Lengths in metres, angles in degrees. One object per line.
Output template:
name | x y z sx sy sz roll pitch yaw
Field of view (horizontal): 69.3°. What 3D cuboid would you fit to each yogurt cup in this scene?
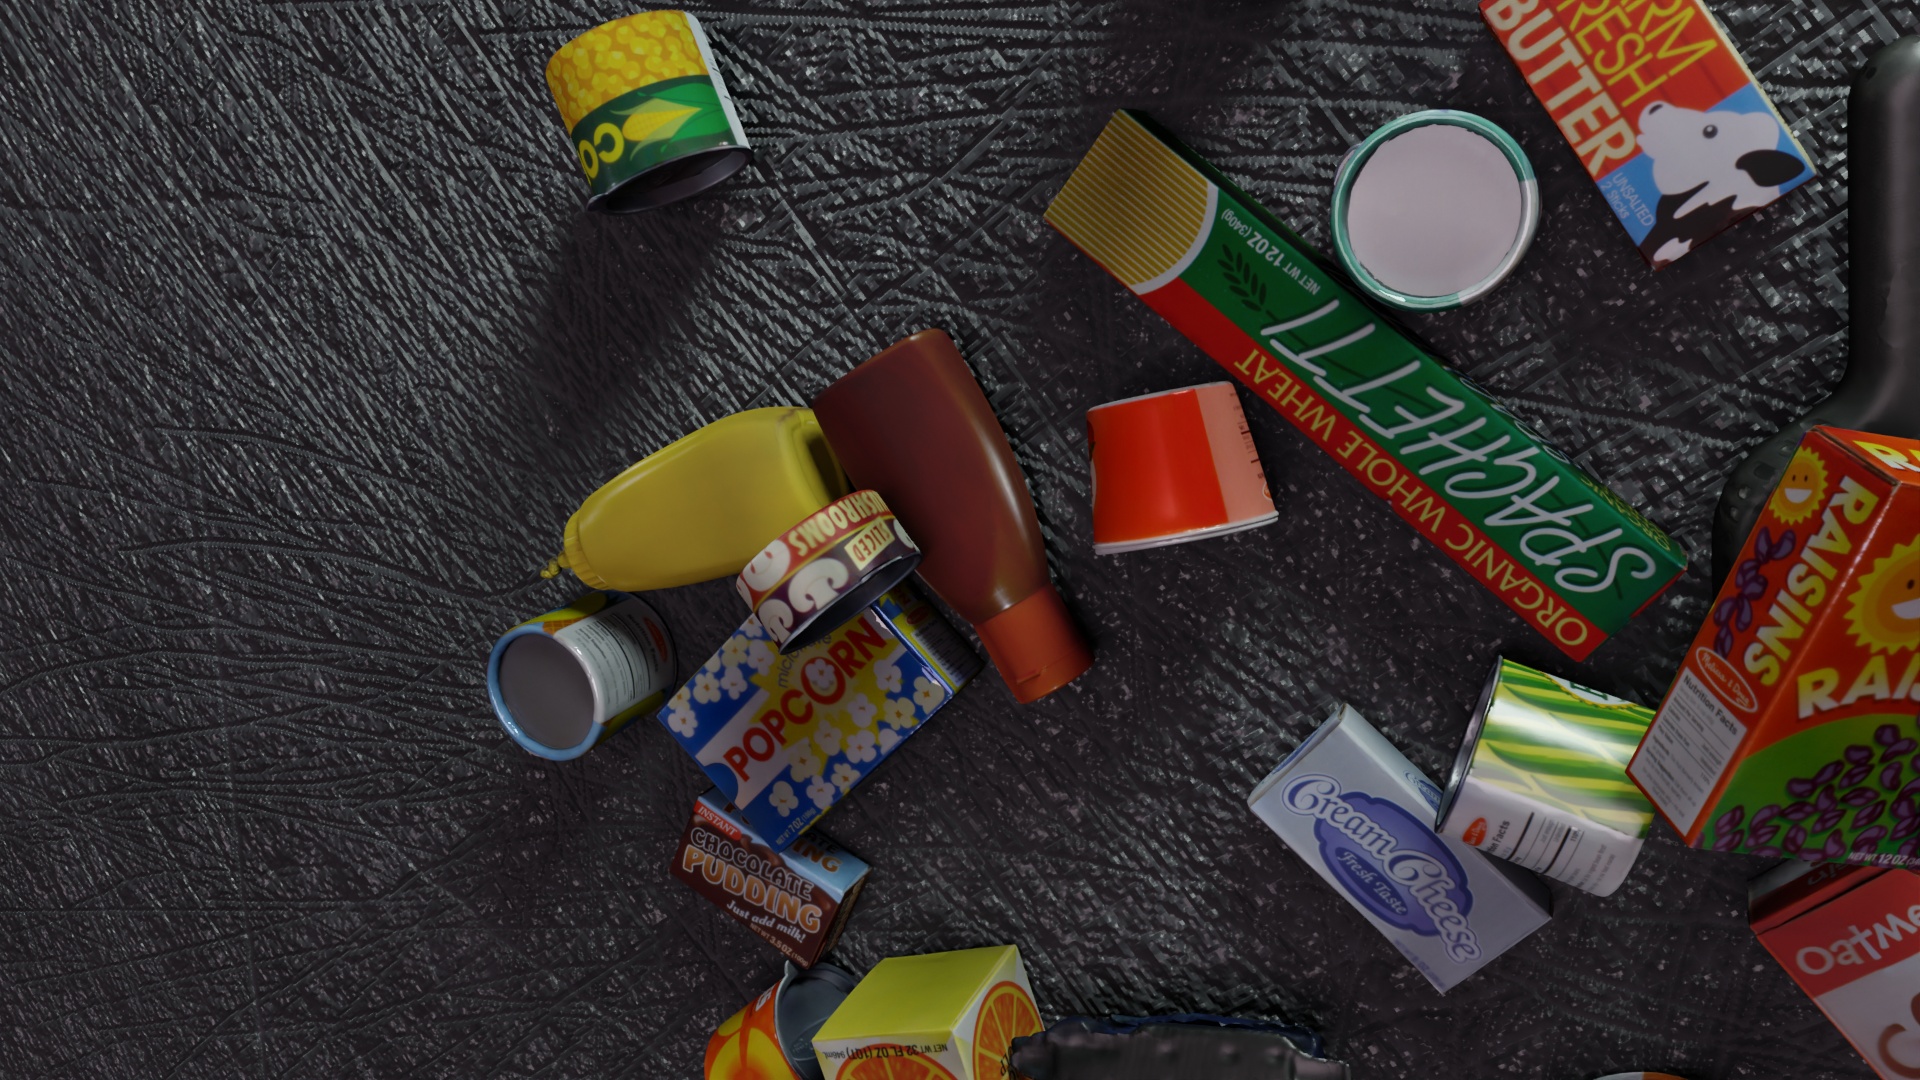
yogurt cup | 0.077 -0.027 0.506 0.072 0.072 0.054 -10 92 26

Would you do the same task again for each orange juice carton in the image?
orange juice carton | 0.010 0.283 0.611 0.071 0.073 0.192 -15 98 27

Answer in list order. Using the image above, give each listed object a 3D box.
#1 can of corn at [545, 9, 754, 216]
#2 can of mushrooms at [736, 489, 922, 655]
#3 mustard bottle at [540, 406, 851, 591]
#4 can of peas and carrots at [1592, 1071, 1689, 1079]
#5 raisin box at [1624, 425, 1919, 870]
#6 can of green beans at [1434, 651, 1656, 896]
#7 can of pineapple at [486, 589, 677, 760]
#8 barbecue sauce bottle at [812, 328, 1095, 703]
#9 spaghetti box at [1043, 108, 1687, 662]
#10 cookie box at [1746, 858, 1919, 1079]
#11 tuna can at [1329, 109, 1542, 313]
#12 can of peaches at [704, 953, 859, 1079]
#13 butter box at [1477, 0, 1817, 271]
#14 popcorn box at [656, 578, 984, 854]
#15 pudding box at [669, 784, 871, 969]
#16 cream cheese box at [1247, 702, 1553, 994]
can of corn | -0.127 -0.169 0.555 0.071 0.071 0.058 -20 94 27
can of mushrooms | -0.049 0.011 0.530 0.071 0.071 0.033 -39 81 27
mustard bottle | -0.125 -0.010 0.609 0.160 0.049 0.065 -17 96 27
can of peas and carrots | 0.248 0.234 0.493 0.071 0.071 0.058 -17 96 27
raisin box | 0.263 0.033 0.400 0.086 0.040 0.122 8 118 -10
can of green beans | 0.202 0.080 0.476 0.058 0.071 0.071 20 111 17
can of pineapple | -0.177 0.062 0.645 0.071 0.058 0.070 6 106 23
barbecue sauce bottle | 0.002 -0.007 0.556 0.064 0.044 0.148 -29 91 31
spaghetti box | 0.138 -0.058 0.490 0.250 0.029 0.050 42 117 9
cookie box | 0.360 0.152 0.438 0.122 0.040 0.167 -43 84 27
tuna can | 0.156 -0.111 0.465 0.071 0.033 0.071 6 106 22
can of peaches | -0.077 0.237 0.642 0.058 0.071 0.071 -43 84 28
butter box | 0.214 -0.142 0.437 0.053 0.024 0.103 -34 89 27
popcorn box | -0.062 0.066 0.606 0.085 0.038 0.126 48 116 5
pudding box | -0.089 0.153 0.645 0.084 0.030 0.049 31 113 14
cream cheese box | 0.165 0.116 0.526 0.104 0.024 0.053 44 116 8
